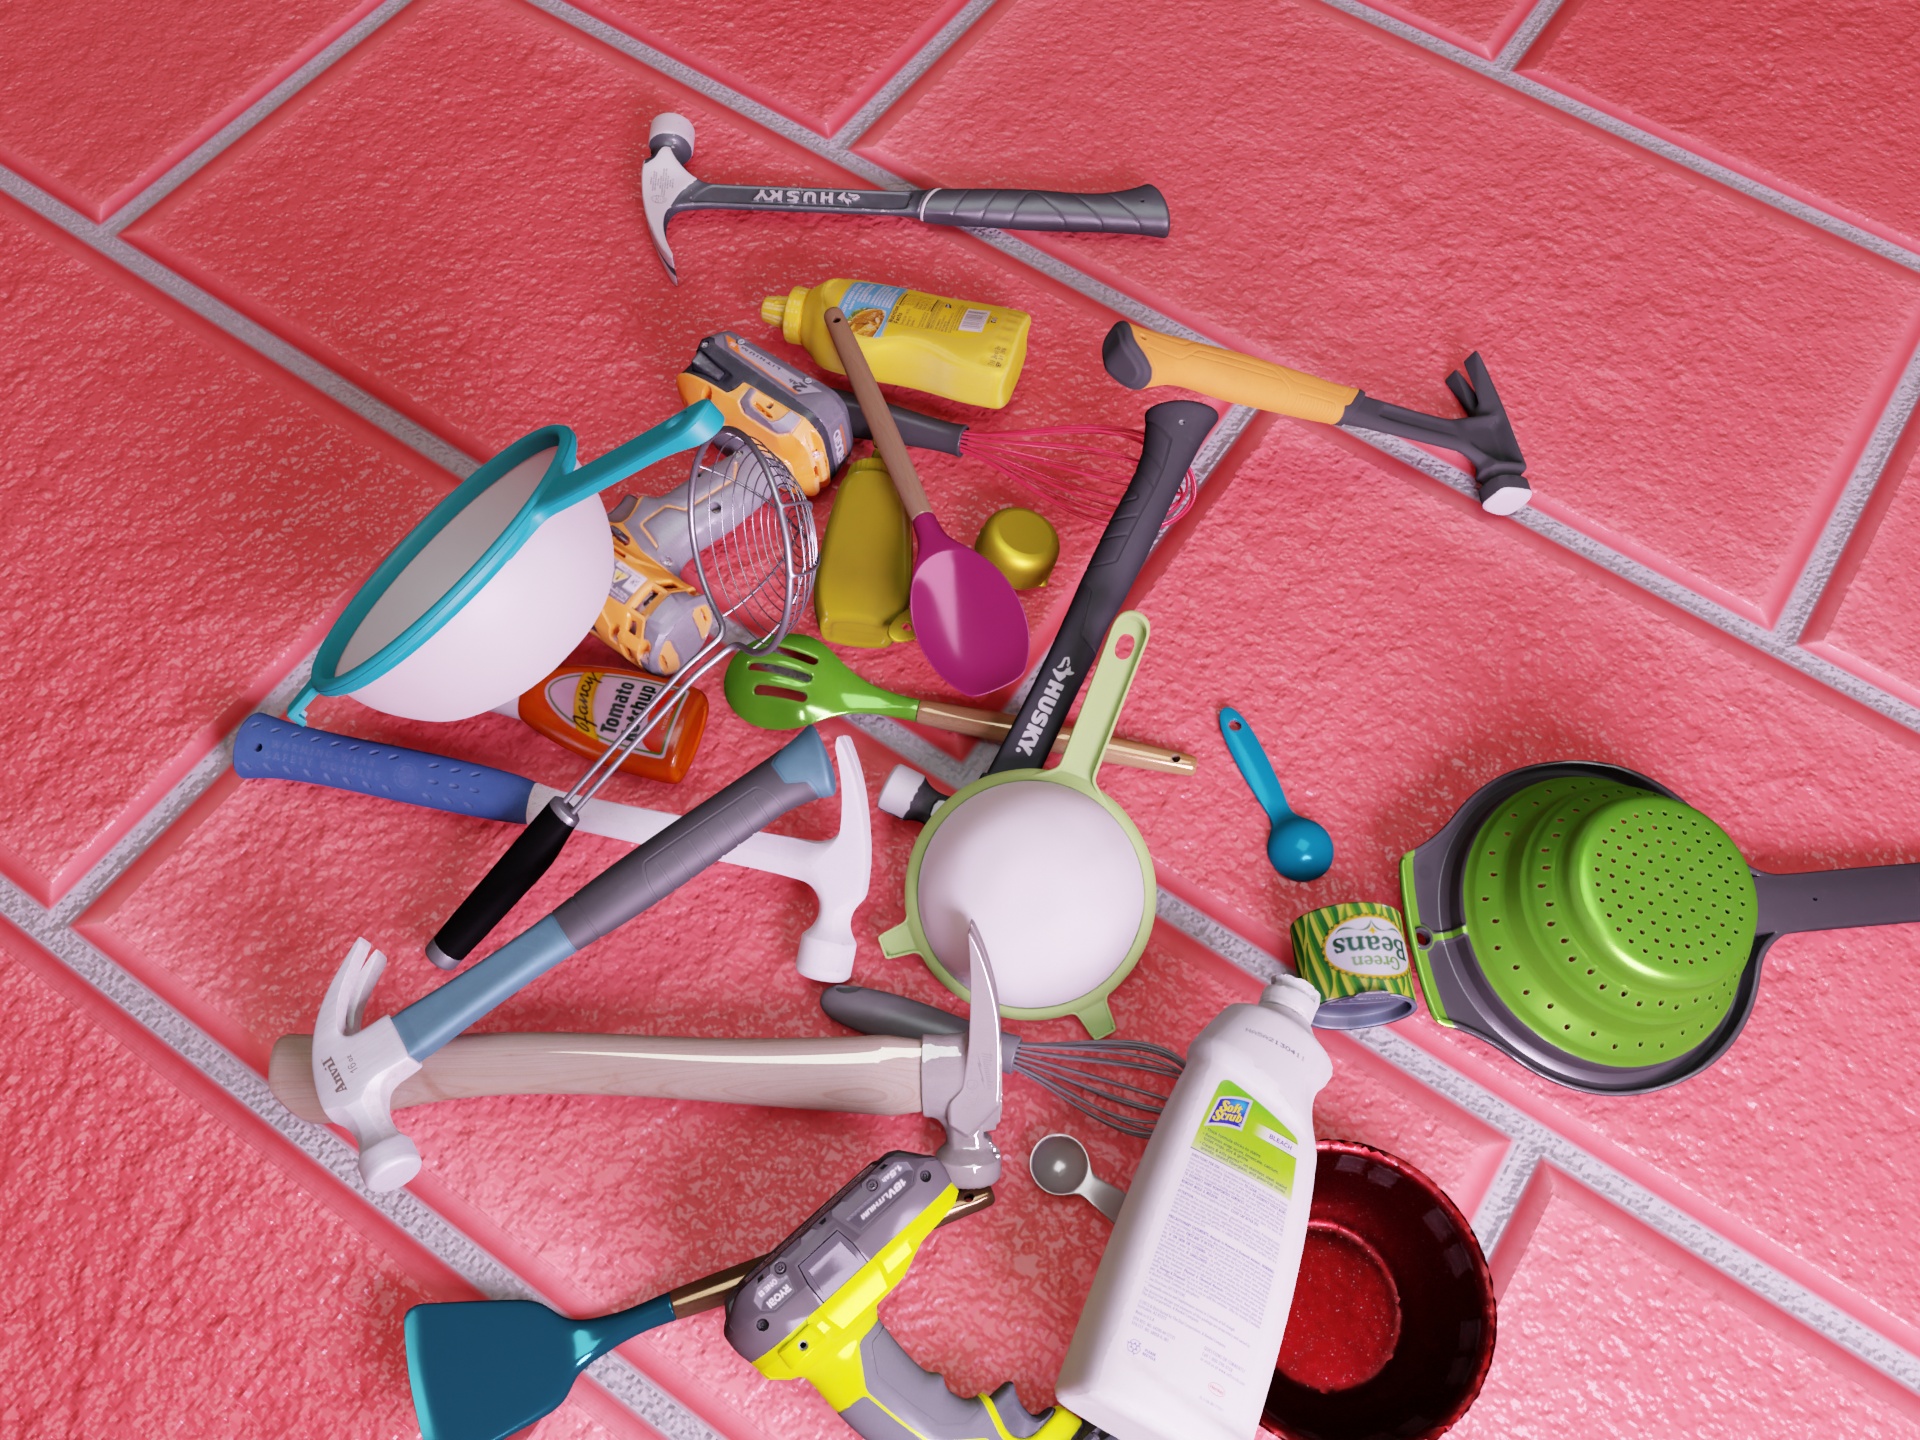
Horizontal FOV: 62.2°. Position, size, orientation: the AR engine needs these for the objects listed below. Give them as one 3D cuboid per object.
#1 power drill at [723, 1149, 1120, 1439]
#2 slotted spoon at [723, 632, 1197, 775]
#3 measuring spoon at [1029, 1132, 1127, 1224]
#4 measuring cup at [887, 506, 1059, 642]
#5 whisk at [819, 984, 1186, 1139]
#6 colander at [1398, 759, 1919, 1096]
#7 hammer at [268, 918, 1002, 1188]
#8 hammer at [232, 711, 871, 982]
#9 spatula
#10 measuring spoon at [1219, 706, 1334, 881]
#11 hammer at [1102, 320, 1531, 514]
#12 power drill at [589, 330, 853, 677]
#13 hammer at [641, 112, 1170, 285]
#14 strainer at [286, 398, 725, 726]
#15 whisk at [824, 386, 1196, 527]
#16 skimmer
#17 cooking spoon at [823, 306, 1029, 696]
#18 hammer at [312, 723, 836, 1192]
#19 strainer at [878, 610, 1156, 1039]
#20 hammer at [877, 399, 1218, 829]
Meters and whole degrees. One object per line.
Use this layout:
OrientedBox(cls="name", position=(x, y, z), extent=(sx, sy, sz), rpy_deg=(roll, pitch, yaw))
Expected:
OrientedBox(cls="power drill", position=(0.001, 0.338, 0.812), extent=(0.171, 0.080, 0.223), rpy_deg=(-39, 83, -18))
OrientedBox(cls="slotted spoon", position=(-0.002, -0.003, 1.030), extent=(0.314, 0.031, 0.070), rpy_deg=(12, 68, 3))
OrientedBox(cls="measuring spoon", position=(0.091, 0.278, 0.896), extent=(0.124, 0.018, 0.034), rpy_deg=(35, 67, 8))
OrientedBox(cls="measuring cup", position=(0.009, -0.096, 1.052), extent=(0.062, 0.029, 0.156), rpy_deg=(43, 52, 13))
OrientedBox(cls="whisk", position=(0.031, 0.191, 0.921), extent=(0.239, 0.055, 0.055), rpy_deg=(14, 63, 11))
OrientedBox(cls="colander", position=(0.464, 0.102, 0.931), extent=(0.397, 0.094, 0.205), rpy_deg=(-4, 70, -10))
OrientedBox(cls="hammer", position=(-0.182, 0.185, 0.892), extent=(0.410, 0.038, 0.146), rpy_deg=(0, 96, 2))
OrientedBox(cls="hammer", position=(-0.249, 0.047, 0.972), extent=(0.405, 0.035, 0.144), rpy_deg=(11, 90, 8))
OrientedBox(cls="spatula", position=(-0.130, 0.306, 0.856), extent=(0.317, 0.044, 0.082), rpy_deg=(-17, 61, -11))
OrientedBox(cls="measuring spoon", position=(0.198, 0.042, 1.013), extent=(0.042, 0.021, 0.129), rpy_deg=(-20, 66, -12))
OrientedBox(cls="hammer", position=(0.241, -0.222, 1.069), extent=(0.336, 0.034, 0.127), rpy_deg=(7, 59, -27))
OrientedBox(cls="power drill", position=(-0.204, -0.158, 1.077), extent=(0.185, 0.084, 0.226), rpy_deg=(32, 71, 16))
OrientedBox(cls="hammer", position=(-0.043, -0.396, 1.227), extent=(0.409, 0.036, 0.149), rpy_deg=(2, 64, -1))
OrientedBox(cls="strainer", position=(-0.230, -0.087, 0.910), extent=(0.340, 0.095, 0.211), rpy_deg=(-18, 37, 37))
OrientedBox(cls="whisk", position=(0.020, -0.190, 1.109), extent=(0.296, 0.073, 0.073), rpy_deg=(16, 63, 13))
OrientedBox(cls="skimmer", position=(-0.208, -0.002, 0.903), extent=(0.363, 0.090, 0.127), rpy_deg=(-48, 51, 7))
OrientedBox(cls="cooking spoon", position=(-0.033, -0.152, 1.039), extent=(0.069, 0.017, 0.319), rpy_deg=(-23, 65, 0))
OrientedBox(cls="hammer", position=(-0.207, 0.110, 0.882), extent=(0.331, 0.033, 0.128), rpy_deg=(-35, 61, -11))
OrientedBox(cls="strainer", position=(0.060, 0.052, 0.931), extent=(0.151, 0.069, 0.256), rpy_deg=(21, 86, 4))
OrientedBox(cls="hammer", position=(0.085, -0.060, 1.013), extent=(0.146, 0.035, 0.335), rpy_deg=(26, 78, 5))
